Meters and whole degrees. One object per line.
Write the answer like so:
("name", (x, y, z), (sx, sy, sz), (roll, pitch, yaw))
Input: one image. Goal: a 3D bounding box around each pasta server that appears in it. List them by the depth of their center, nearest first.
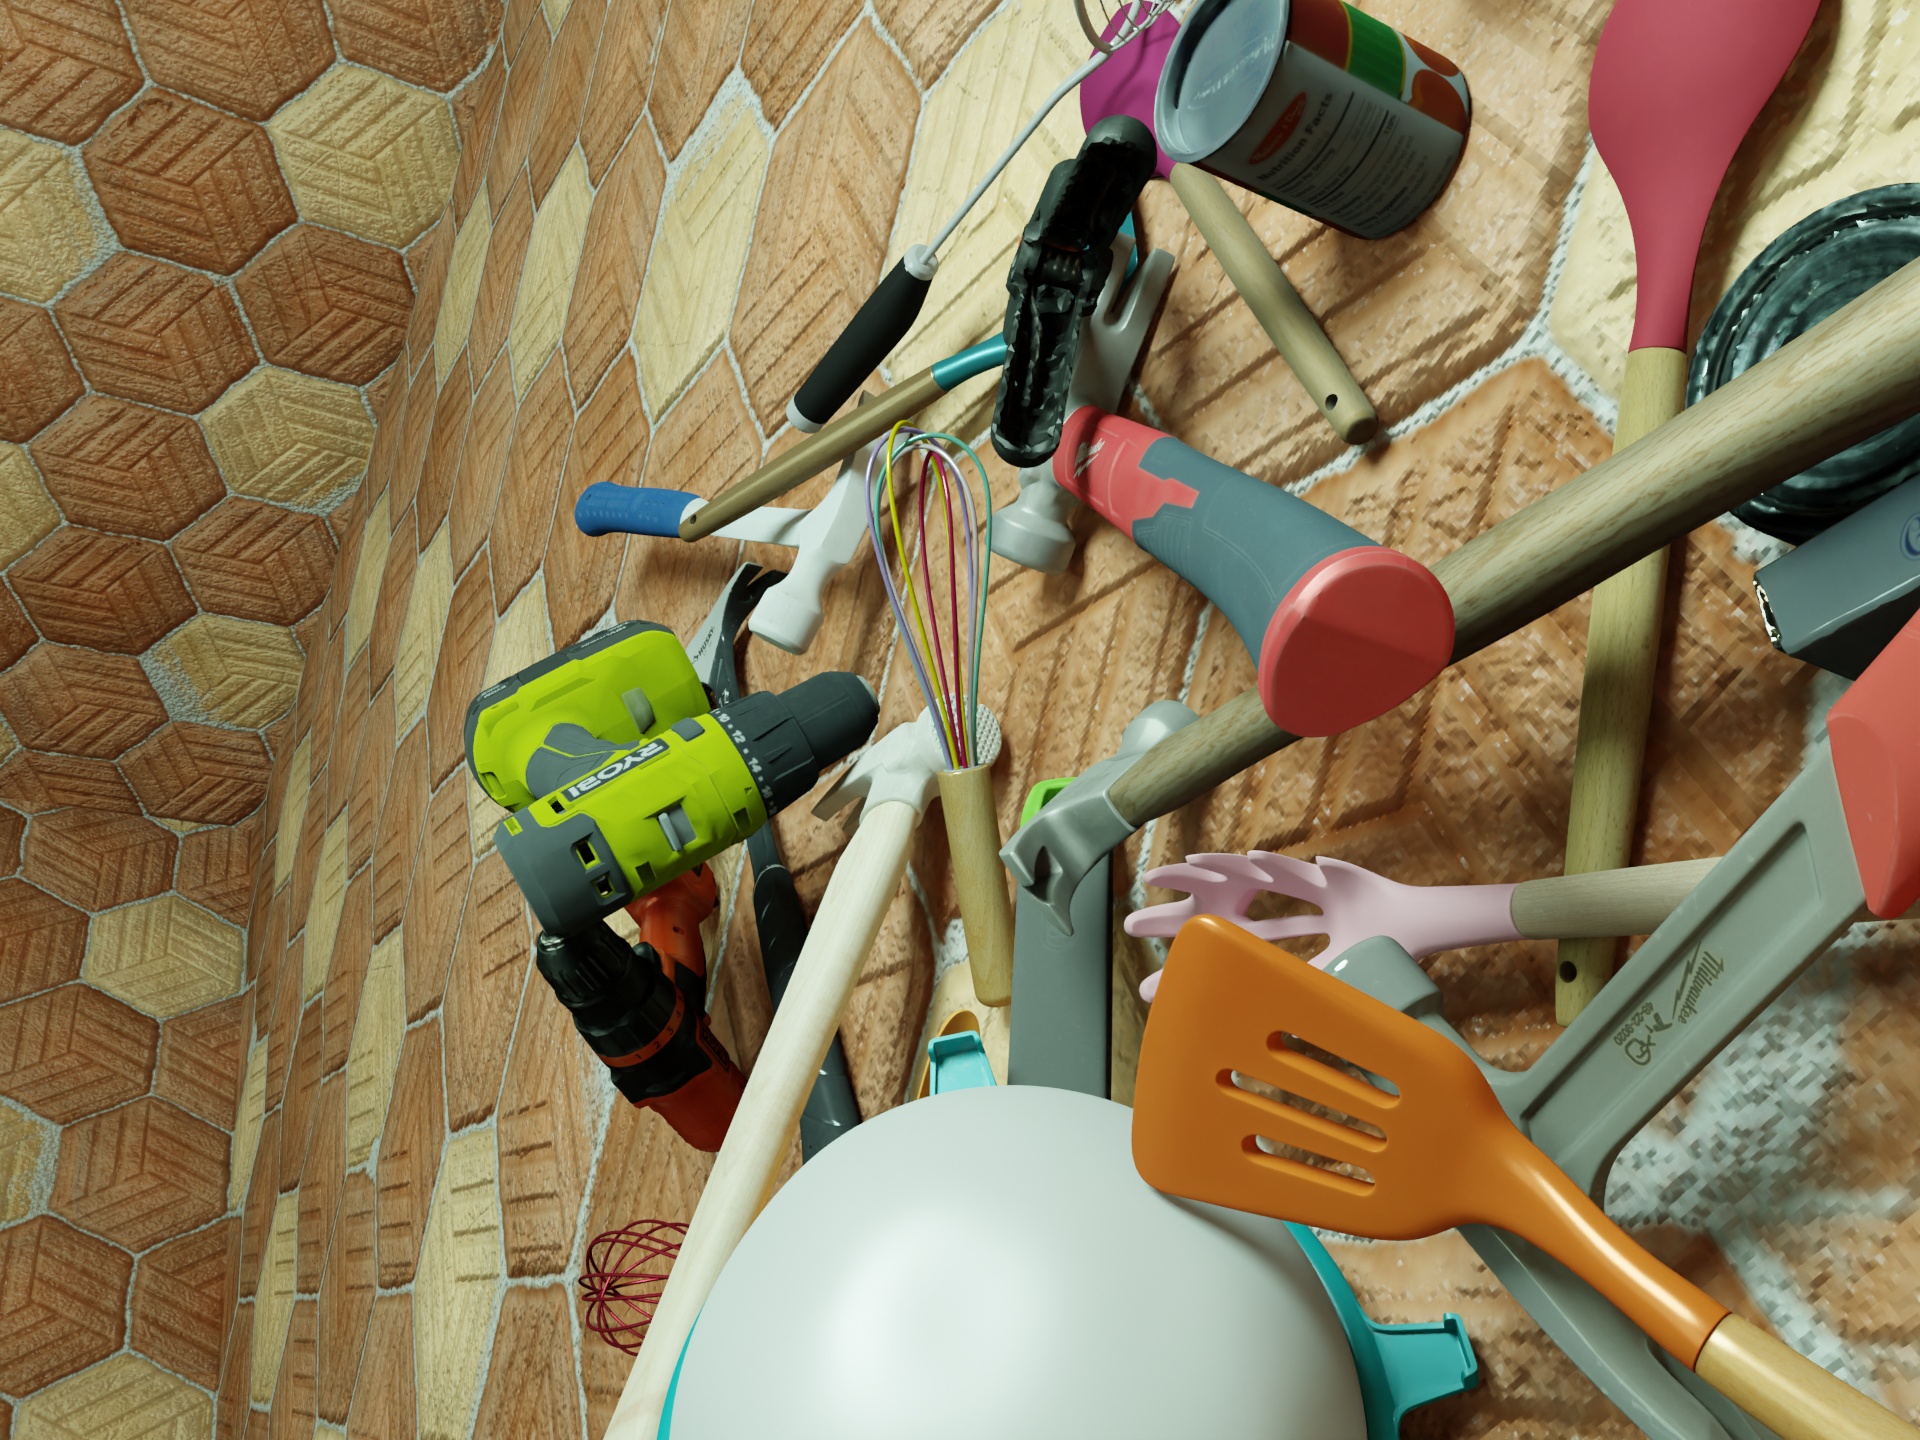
("pasta server", (0.159, 0.047, 0.392), (0.316, 0.040, 0.060), (-17, 86, 54))

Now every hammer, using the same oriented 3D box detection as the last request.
("hammer", (0.197, -0.002, 0.289), (0.149, 0.036, 0.358), (50, 133, 30))
("hammer", (0.115, -0.019, 0.435), (0.031, 0.130, 0.331), (52, 142, -1))
("hammer", (0.070, -0.086, 0.504), (0.386, 0.038, 0.143), (-112, 42, -73))
("hammer", (-0.088, 0.178, 0.658), (0.146, 0.038, 0.411), (-38, 26, 54))
("hammer", (-0.104, 0.076, 0.879), (0.149, 0.036, 0.409), (-57, 36, 32))
("hammer", (-0.157, -0.130, 0.987), (0.406, 0.035, 0.144), (16, 77, 58))

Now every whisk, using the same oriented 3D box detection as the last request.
("whisk", (0.000, -0.002, 0.659), (0.047, 0.051, 0.245), (-141, 41, -83))
("whisk", (-0.115, 0.286, 0.803), (0.296, 0.073, 0.073), (-24, 59, 48))

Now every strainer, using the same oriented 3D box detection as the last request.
("strainer", (-0.030, 0.214, 0.389), (0.211, 0.340, 0.095), (25, 145, 32))

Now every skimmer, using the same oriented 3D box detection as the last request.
("skimmer", (-0.006, -0.273, 0.729), (0.363, 0.090, 0.127), (-42, 10, 41))

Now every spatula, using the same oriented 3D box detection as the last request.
("spatula", (0.163, 0.139, 0.303), (0.323, 0.041, 0.081), (31, 121, 43))
("spatula", (-0.036, -0.163, 0.783), (0.317, 0.044, 0.082), (-25, 58, 32))

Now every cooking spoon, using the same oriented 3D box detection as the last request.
("cooking spoon", (0.099, -0.208, 0.639), (0.068, 0.017, 0.319), (-56, 35, 34))

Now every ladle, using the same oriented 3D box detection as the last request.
("ladle", (0.186, -0.074, 0.433), (0.069, 0.031, 0.315), (3, 84, 60))

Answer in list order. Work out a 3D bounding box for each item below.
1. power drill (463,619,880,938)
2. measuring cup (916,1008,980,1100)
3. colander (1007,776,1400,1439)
("power drill", (-0.160, 0.014, 0.830), (0.229, 0.190, 0.080), (27, 143, 60))
("measuring cup", (-0.025, 0.183, 0.639), (0.052, 0.095, 0.173), (-131, 54, -65))
("colander", (0.035, 0.191, 0.531), (0.094, 0.204, 0.397), (77, -166, -45))
